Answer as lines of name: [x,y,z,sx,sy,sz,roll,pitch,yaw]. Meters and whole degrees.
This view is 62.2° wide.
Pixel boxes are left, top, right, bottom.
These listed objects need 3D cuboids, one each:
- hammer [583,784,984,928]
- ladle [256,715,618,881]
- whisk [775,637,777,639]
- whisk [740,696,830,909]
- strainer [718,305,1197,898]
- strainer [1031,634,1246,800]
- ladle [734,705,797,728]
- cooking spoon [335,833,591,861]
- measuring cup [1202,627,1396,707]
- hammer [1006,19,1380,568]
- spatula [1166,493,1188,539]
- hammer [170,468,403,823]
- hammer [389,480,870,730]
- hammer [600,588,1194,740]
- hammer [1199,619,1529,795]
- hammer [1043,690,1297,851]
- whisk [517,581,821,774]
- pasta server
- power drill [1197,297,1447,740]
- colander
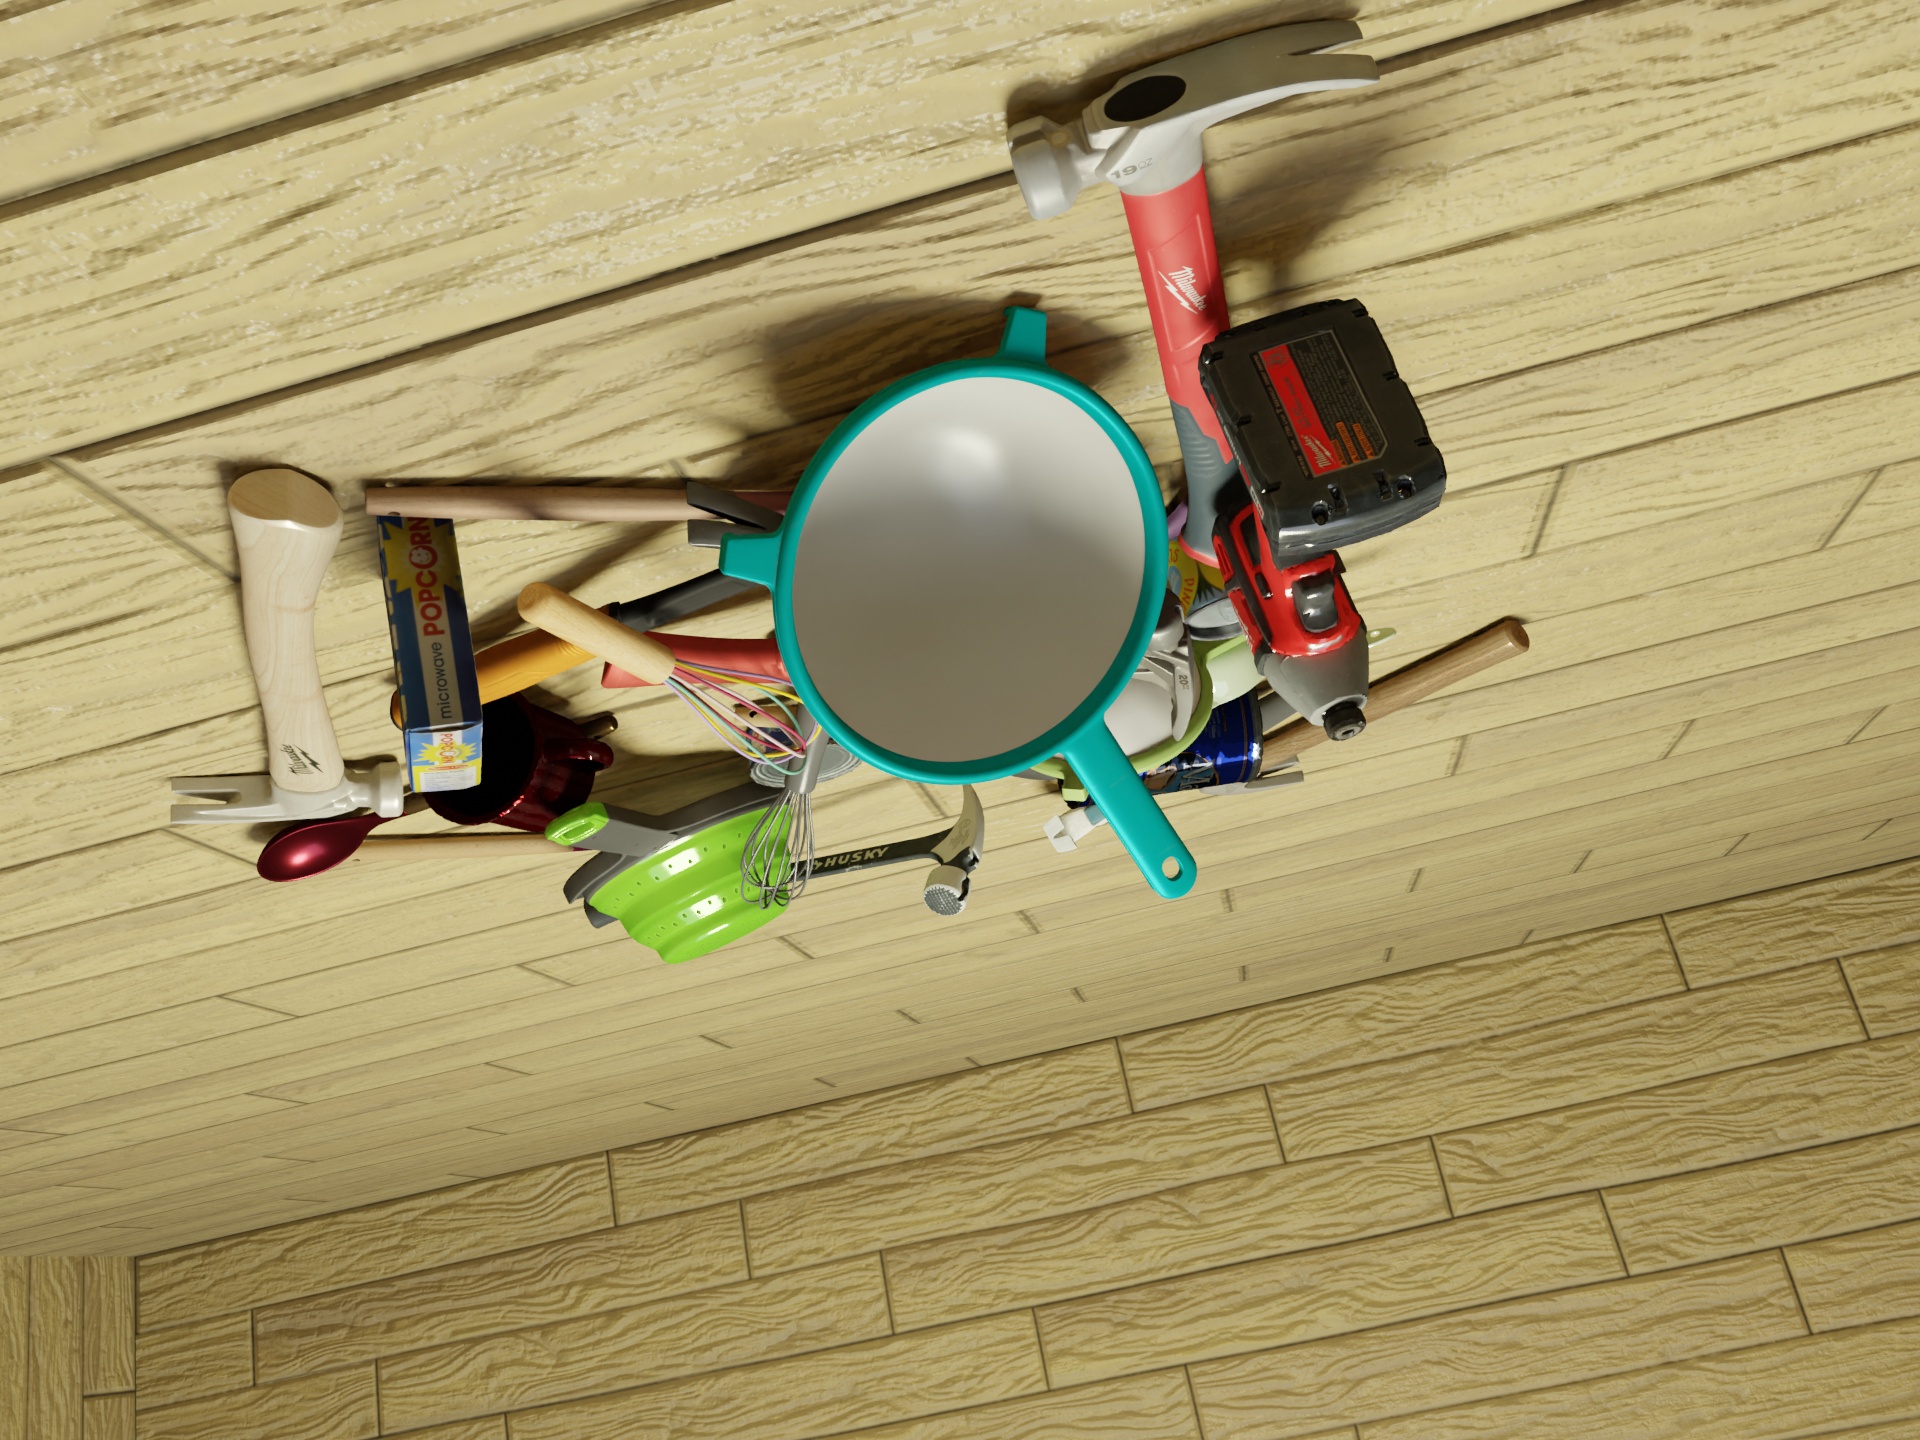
hammer: [-0.162,0.130,1.378,0.409,0.149,0.036,-12,125,26]
ladle: [-0.380,0.054,1.149,0.315,0.031,0.069,-21,158,18]
whisk: [-0.008,-0.080,0.958,0.296,0.073,0.073,-20,158,35]
whisk: [-0.116,0.044,1.121,0.055,0.055,0.238,-1,129,-25]
strainer: [0.025,-0.036,0.837,0.211,0.095,0.340,-40,121,-8]
strainer: [0.135,-0.057,1.059,0.256,0.152,0.069,-26,134,-13]
ladle: [-0.002,-0.004,1.112,0.320,0.078,0.062,1,164,4]
cooking spoon: [-0.344,0.102,1.304,0.318,0.017,0.068,0,156,-32]
measuring cup: [0.216,-0.055,1.105,0.167,0.083,0.038,-13,119,27]
hammer: [0.132,-0.177,0.781,0.143,0.038,0.386,-17,157,9]
spatula: [0.101,-0.106,1.000,0.316,0.018,0.059,-28,153,35]
hammer: [-0.399,-0.024,0.920,0.146,0.038,0.410,-2,157,-20]
hammer: [-0.217,-0.049,0.900,0.337,0.034,0.127,-18,158,33]
hammer: [-0.041,-0.032,0.959,0.359,0.037,0.149,0,156,10]
hammer: [0.340,-0.004,1.378,0.130,0.031,0.331,9,151,-43]
hammer: [0.196,0.030,1.354,0.331,0.033,0.128,-34,175,38]
whisk: [-0.154,-0.020,0.878,0.047,0.051,0.244,-7,159,29]
pasta server: [-0.145,-0.107,0.837,0.316,0.040,0.060,-2,161,-21]
power drill: [0.171,-0.087,0.780,0.078,0.143,0.219,-17,154,0]
colander: [-0.211,0.120,1.182,0.204,0.094,0.397,-27,171,2]
